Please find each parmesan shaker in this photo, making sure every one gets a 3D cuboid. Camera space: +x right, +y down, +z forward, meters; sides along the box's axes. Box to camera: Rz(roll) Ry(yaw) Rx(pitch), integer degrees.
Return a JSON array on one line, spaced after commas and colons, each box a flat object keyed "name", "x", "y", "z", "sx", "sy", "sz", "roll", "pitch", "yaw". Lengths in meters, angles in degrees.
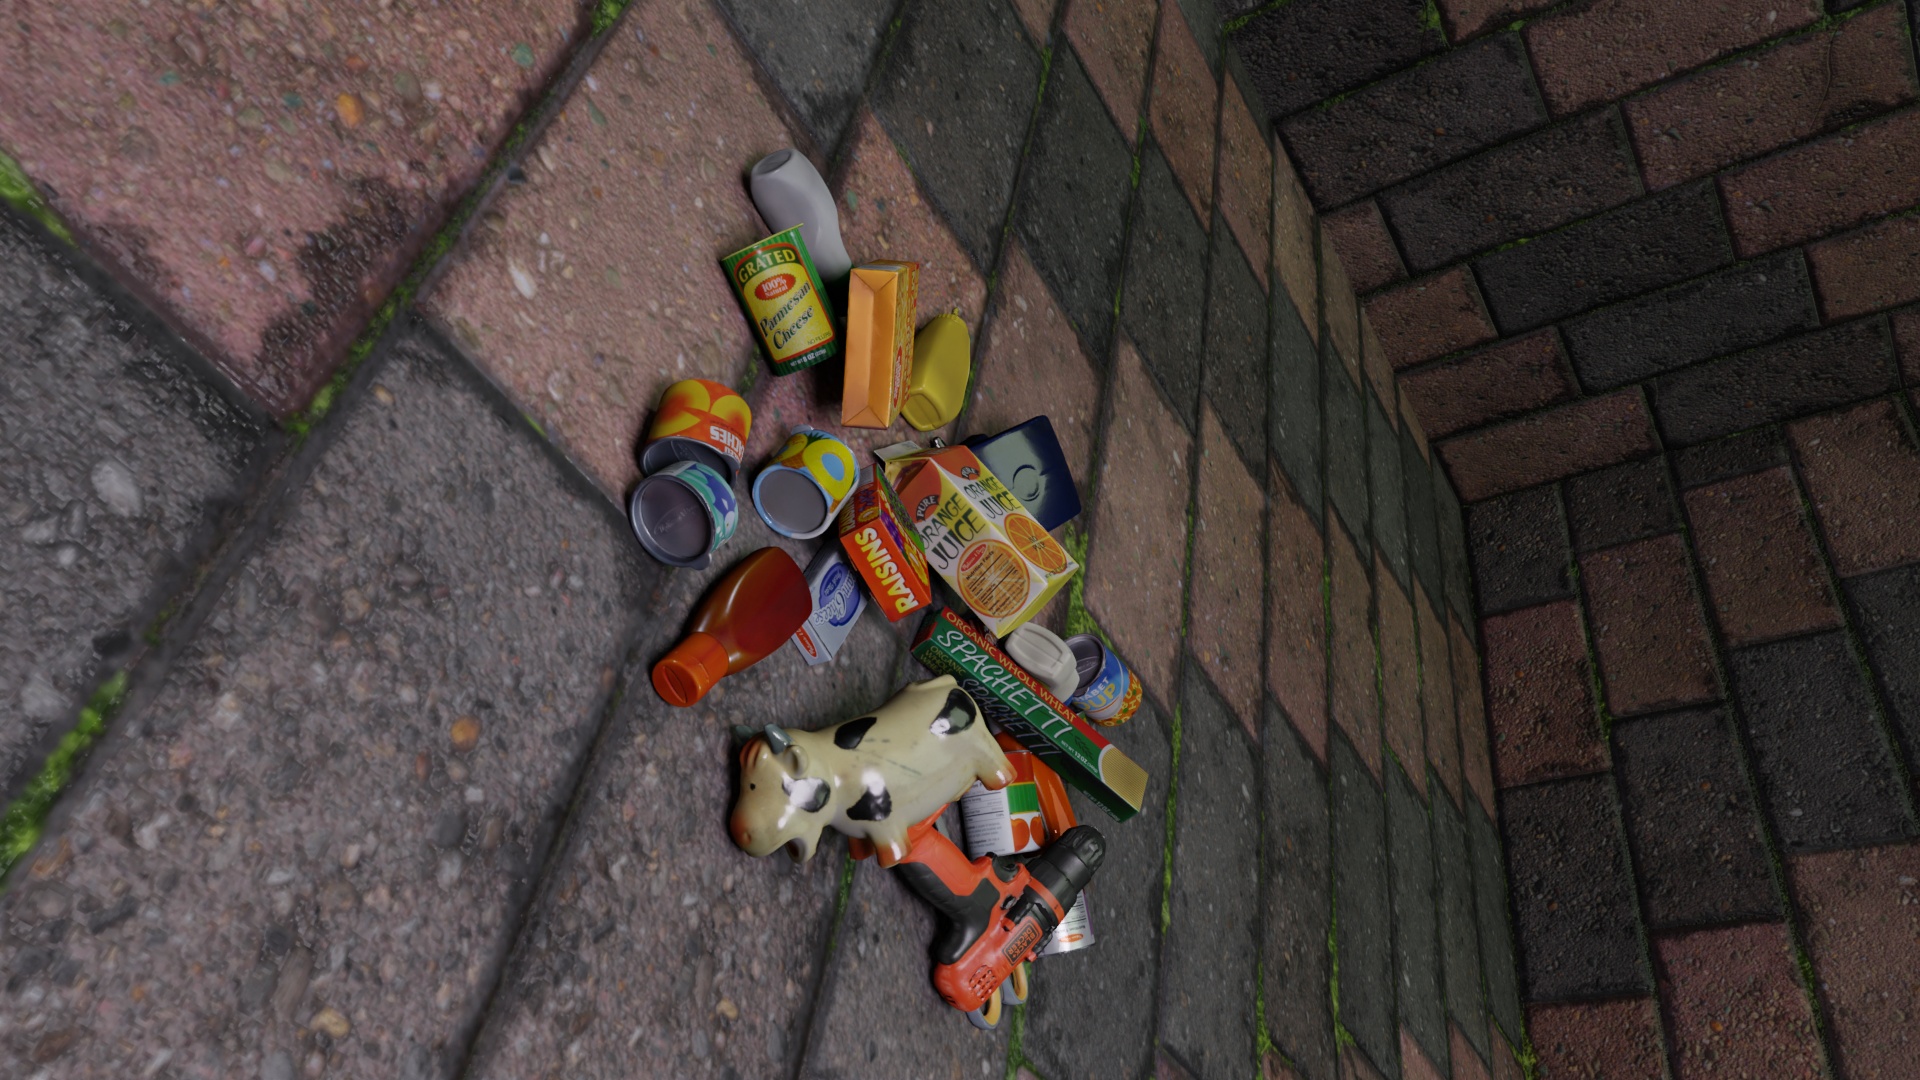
[{"name": "parmesan shaker", "x": -0.135, "y": -0.190, "z": 1.100, "sx": 0.103, "sy": 0.071, "sz": 0.071, "roll": 65, "pitch": 29, "yaw": -13}]

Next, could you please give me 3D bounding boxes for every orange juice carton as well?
[{"name": "orange juice carton", "x": 0.004, "y": -0.015, "z": 1.207, "sx": 0.193, "sy": 0.072, "sz": 0.072, "roll": 47, "pitch": 27, "yaw": 11}]

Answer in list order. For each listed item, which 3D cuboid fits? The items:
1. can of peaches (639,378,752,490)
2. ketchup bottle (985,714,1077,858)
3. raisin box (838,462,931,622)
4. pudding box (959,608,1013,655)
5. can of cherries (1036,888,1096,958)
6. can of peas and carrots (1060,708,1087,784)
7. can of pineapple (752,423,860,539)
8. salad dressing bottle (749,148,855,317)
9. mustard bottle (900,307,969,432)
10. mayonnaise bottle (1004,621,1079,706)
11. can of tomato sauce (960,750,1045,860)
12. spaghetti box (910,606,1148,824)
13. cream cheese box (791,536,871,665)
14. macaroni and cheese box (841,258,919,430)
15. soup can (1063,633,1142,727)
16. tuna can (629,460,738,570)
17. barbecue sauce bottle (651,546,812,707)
[{"name": "can of peaches", "x": -0.179, "y": -0.070, "z": 0.958, "sx": 0.071, "sy": 0.071, "sz": 0.058, "roll": 47, "pitch": 36, "yaw": -38}, {"name": "ketchup bottle", "x": 0.058, "y": 0.204, "z": 1.236, "sx": 0.044, "sy": 0.064, "sz": 0.149, "roll": -9, "pitch": 72, "yaw": -34}, {"name": "raisin box", "x": -0.062, "y": 0.000, "z": 1.113, "sx": 0.086, "sy": 0.040, "sz": 0.124, "roll": 61, "pitch": 7, "yaw": -23}, {"name": "pudding box", "x": 0.026, "y": 0.084, "z": 1.275, "sx": 0.084, "sy": 0.030, "sz": 0.049, "roll": -29, "pitch": 101, "yaw": -61}, {"name": "can of cherries", "x": 0.077, "y": 0.325, "z": 1.199, "sx": 0.071, "sy": 0.071, "sz": 0.058, "roll": 9, "pitch": 66, "yaw": -59}, {"name": "can of peas and carrots", "x": 0.091, "y": 0.193, "z": 1.292, "sx": 0.071, "sy": 0.071, "sz": 0.058, "roll": -12, "pitch": 86, "yaw": -61}, {"name": "can of pineapple", "x": -0.118, "y": -0.044, "z": 1.056, "sx": 0.071, "sy": 0.071, "sz": 0.058, "roll": 61, "pitch": 31, "yaw": -21}, {"name": "salad dressing bottle", "x": -0.124, "y": -0.257, "z": 1.173, "sx": 0.147, "sy": 0.064, "sz": 0.044, "roll": 61, "pitch": 43, "yaw": -37}, {"name": "mustard bottle", "x": -0.020, "y": -0.171, "z": 1.314, "sx": 0.065, "sy": 0.048, "sz": 0.161, "roll": 54, "pitch": 33, "yaw": -31}, {"name": "mayonnaise bottle", "x": 0.080, "y": 0.122, "z": 1.284, "sx": 0.041, "sy": 0.065, "sz": 0.147, "roll": -53, "pitch": 159, "yaw": -13}, {"name": "can of tomato sauce", "x": 0.035, "y": 0.224, "z": 1.174, "sx": 0.071, "sy": 0.071, "sz": 0.083, "roll": 13, "pitch": 64, "yaw": -58}, {"name": "spaghetti box", "x": 0.062, "y": 0.153, "z": 1.212, "sx": 0.250, "sy": 0.028, "sz": 0.050, "roll": 40, "pitch": 36, "yaw": -11}, {"name": "cream cheese box", "x": -0.102, "y": 0.044, "z": 1.078, "sx": 0.053, "sy": 0.024, "sz": 0.104, "roll": 61, "pitch": 31, "yaw": -21}, {"name": "macaroni and cheese box", "x": -0.065, "y": -0.166, "z": 1.142, "sx": 0.167, "sy": 0.040, "sz": 0.123, "roll": -75, "pitch": 171, "yaw": -76}, {"name": "soup can", "x": 0.136, "y": 0.144, "z": 1.395, "sx": 0.083, "sy": 0.071, "sz": 0.072, "roll": 44, "pitch": 40, "yaw": -42}, {"name": "tuna can", "x": -0.182, "y": -0.016, "z": 0.926, "sx": 0.071, "sy": 0.071, "sz": 0.033, "roll": 66, "pitch": 29, "yaw": -12}, {"name": "barbecue sauce bottle", "x": -0.156, "y": 0.061, "z": 0.954, "sx": 0.064, "sy": 0.043, "sz": 0.149, "roll": 64, "pitch": 30, "yaw": -15}]
